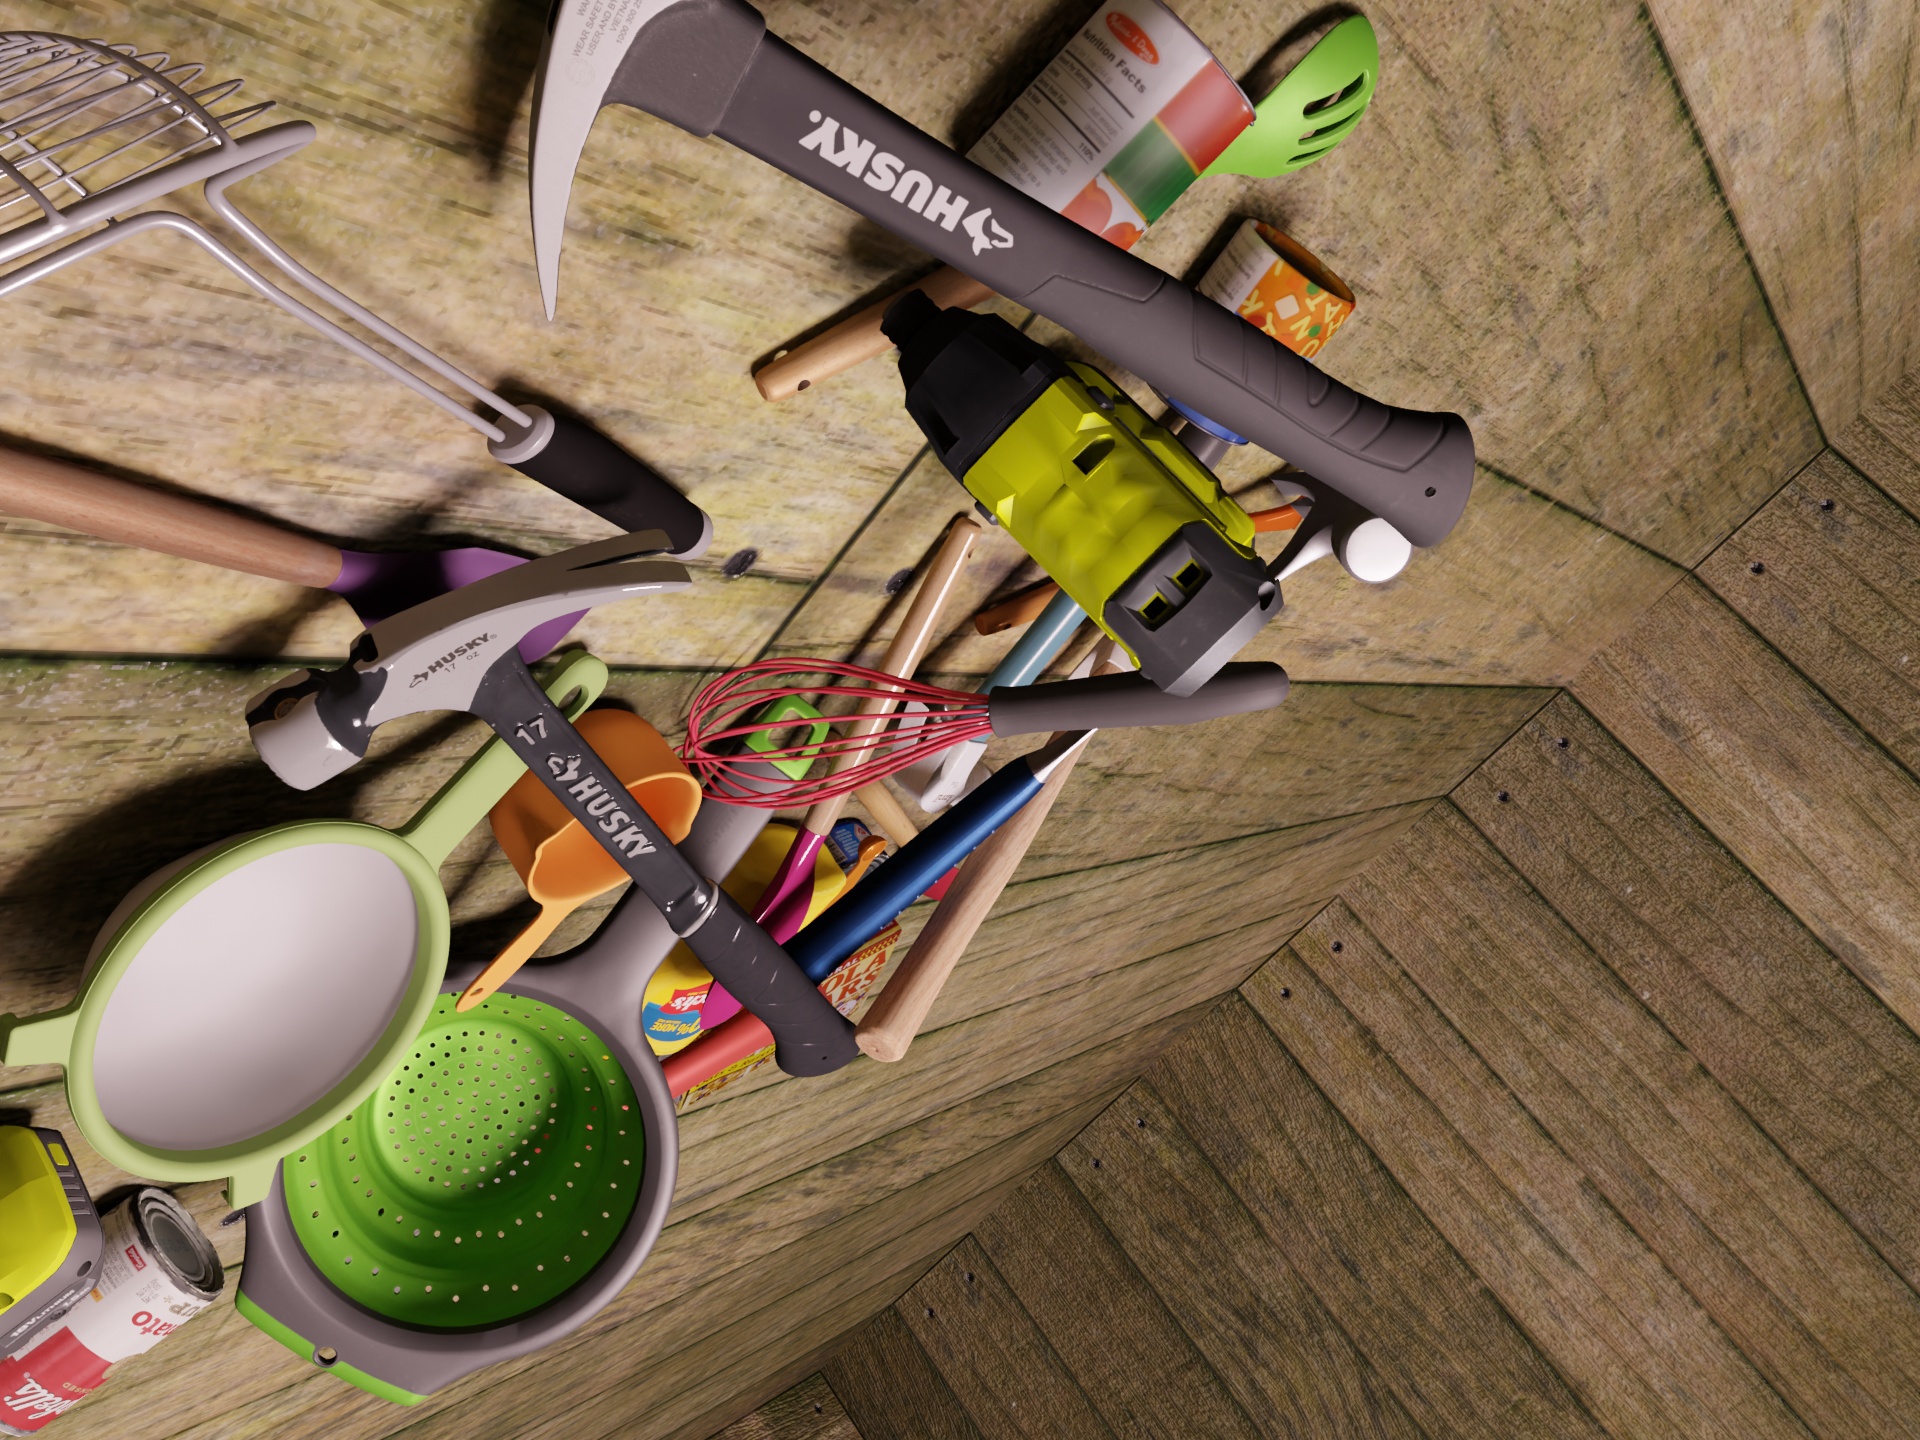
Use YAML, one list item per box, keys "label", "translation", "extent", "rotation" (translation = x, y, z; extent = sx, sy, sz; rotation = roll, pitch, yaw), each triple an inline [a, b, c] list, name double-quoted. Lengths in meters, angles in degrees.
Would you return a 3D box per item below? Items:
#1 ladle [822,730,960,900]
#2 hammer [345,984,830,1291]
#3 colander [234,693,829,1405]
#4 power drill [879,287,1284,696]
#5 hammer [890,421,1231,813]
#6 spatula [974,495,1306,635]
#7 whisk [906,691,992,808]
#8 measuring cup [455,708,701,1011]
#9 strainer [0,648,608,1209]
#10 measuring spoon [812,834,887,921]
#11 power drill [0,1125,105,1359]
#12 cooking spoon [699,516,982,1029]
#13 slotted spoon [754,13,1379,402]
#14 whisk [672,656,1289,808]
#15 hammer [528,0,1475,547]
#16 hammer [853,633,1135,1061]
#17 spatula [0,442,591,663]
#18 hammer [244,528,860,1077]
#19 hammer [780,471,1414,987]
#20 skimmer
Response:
- label: "ladle"
  translation: [-0.037, 0.068, 1.018]
  extent: [0.315, 0.069, 0.031]
  rotation: [59, 39, -64]
- label: "hammer"
  translation: [-0.242, 0.264, 1.016]
  extent: [0.359, 0.037, 0.149]
  rotation: [-30, 159, -1]
- label: "colander"
  translation: [-0.203, 0.148, 0.824]
  extent: [0.397, 0.204, 0.094]
  rotation: [-54, -165, -6]
- label: "power drill"
  translation: [0.051, -0.095, 0.638]
  extent: [0.080, 0.171, 0.223]
  rotation: [-45, 177, 11]
- label: "hammer"
  translation: [0.075, -0.081, 0.857]
  extent: [0.331, 0.033, 0.128]
  rotation: [-51, 162, 11]
- label: "spatula"
  translation: [0.137, -0.114, 0.964]
  extent: [0.322, 0.041, 0.081]
  rotation: [-23, 155, -28]
- label: "whisk"
  translation: [0.004, 0.036, 1.015]
  extent: [0.246, 0.059, 0.058]
  rotation: [61, 40, -65]
- label: "measuring cup"
  translation: [-0.194, 0.064, 0.729]
  extent: [0.173, 0.052, 0.095]
  rotation: [-46, 159, 22]
- label: "strainer"
  translation: [-0.246, 0.056, 0.628]
  extent: [0.256, 0.069, 0.151]
  rotation: [-50, 147, -22]
- label: "measuring spoon"
  translation: [-0.079, 0.105, 0.969]
  extent: [0.021, 0.011, 0.117]
  rotation: [-15, 152, -48]
- label: "power drill"
  translation: [-0.416, 0.181, 0.561]
  extent: [0.190, 0.080, 0.228]
  rotation: [-36, 156, -9]
- label: "cooking spoon"
  translation: [-0.065, 0.035, 0.834]
  extent: [0.318, 0.017, 0.068]
  rotation: [-62, 160, 19]
- label: "slotted spoon"
  translation: [0.054, -0.201, 0.637]
  extent: [0.314, 0.031, 0.070]
  rotation: [-31, 159, -16]
- label: "whisk"
  translation: [-0.001, -0.002, 0.711]
  extent: [0.296, 0.073, 0.073]
  rotation: [-6, 170, 22]
- label: "hammer"
  translation: [0.032, -0.128, 0.480]
  extent: [0.334, 0.035, 0.146]
  rotation: [22, 115, -28]
- label: "hammer"
  translation: [0.034, 0.054, 0.902]
  extent: [0.331, 0.031, 0.130]
  rotation: [-55, -175, -33]
- label: "spatula"
  translation: [-0.218, -0.052, 0.494]
  extent: [0.060, 0.018, 0.315]
  rotation: [-43, 160, 12]
- label: "hammer"
  translation: [-0.118, 0.068, 0.684]
  extent: [0.149, 0.036, 0.408]
  rotation: [-30, 145, -3]
- label: "hammer"
  translation: [0.047, 0.016, 0.815]
  extent: [0.405, 0.035, 0.144]
  rotation: [-40, -164, 13]
- label: "skimmer"
  translation: [-0.154, -0.076, 0.450]
  extent: [0.127, 0.090, 0.363]
  rotation: [-19, 165, 14]
